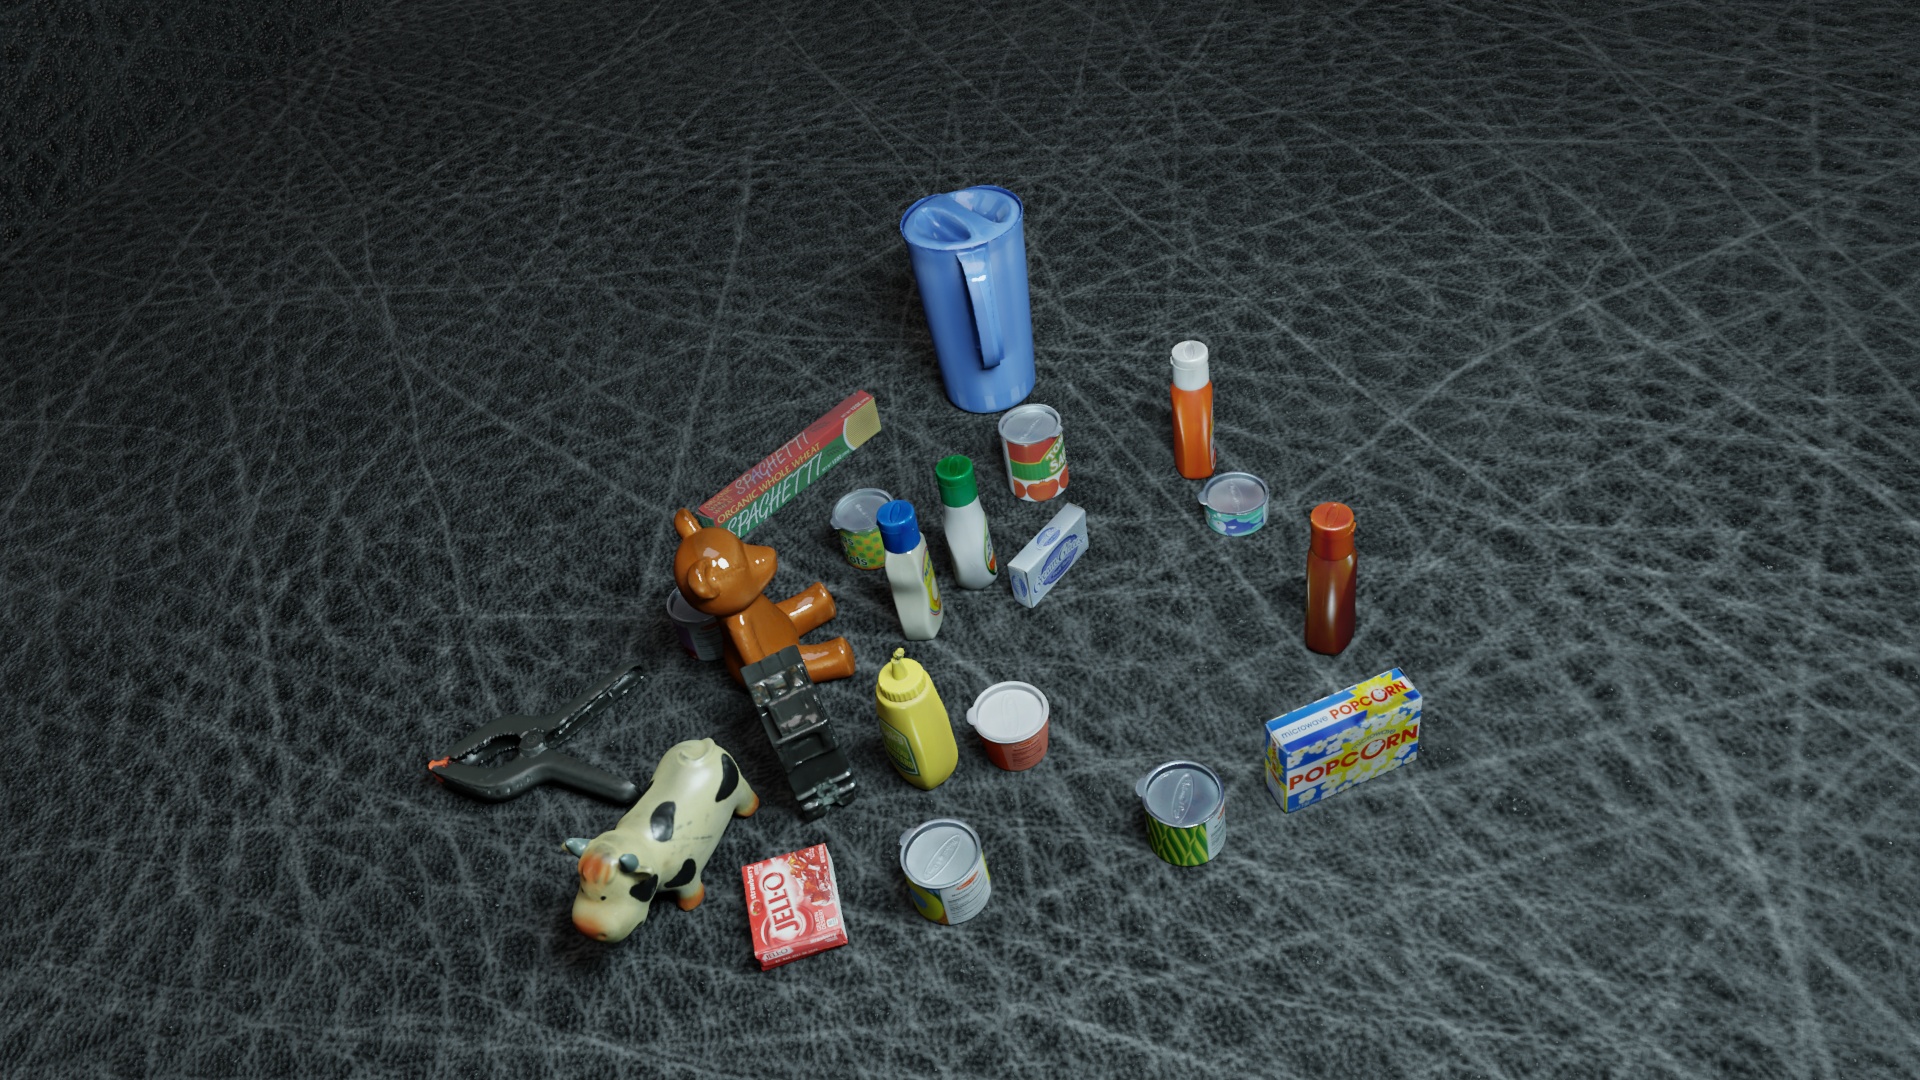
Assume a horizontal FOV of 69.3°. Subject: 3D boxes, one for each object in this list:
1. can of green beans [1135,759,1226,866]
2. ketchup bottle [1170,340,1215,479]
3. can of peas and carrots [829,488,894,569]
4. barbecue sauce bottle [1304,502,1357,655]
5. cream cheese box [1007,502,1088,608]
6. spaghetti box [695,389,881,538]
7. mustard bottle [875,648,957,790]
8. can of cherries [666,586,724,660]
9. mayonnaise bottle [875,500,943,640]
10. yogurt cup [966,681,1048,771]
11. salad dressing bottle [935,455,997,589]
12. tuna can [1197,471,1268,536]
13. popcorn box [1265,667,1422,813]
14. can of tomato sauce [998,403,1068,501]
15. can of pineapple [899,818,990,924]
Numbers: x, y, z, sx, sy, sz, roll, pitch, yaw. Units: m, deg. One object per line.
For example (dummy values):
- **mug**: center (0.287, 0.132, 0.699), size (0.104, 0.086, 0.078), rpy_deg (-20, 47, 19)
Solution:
- **can of green beans**: center (0.183, 0.223, 1.135), size (0.071, 0.057, 0.071), rpy_deg (-7, 42, 6)
- **ketchup bottle**: center (0.241, -0.137, 1.443), size (0.043, 0.148, 0.065), rpy_deg (-5, 43, 8)
- **can of peas and carrots**: center (-0.098, -0.011, 1.452), size (0.071, 0.058, 0.071), rpy_deg (-7, 42, 6)
- **barbecue sauce bottle**: center (0.331, 0.032, 1.239), size (0.044, 0.147, 0.065), rpy_deg (11, 47, 24)
- **cream cheese box**: center (0.089, 0.015, 1.384), size (0.024, 0.053, 0.104), rpy_deg (23, 53, 33)
- **spaghetti box**: center (-0.188, -0.081, 1.555), size (0.029, 0.050, 0.251), rpy_deg (27, 55, 35)
- **mustard bottle**: center (-0.044, 0.147, 1.193), size (0.049, 0.159, 0.065), rpy_deg (-39, 48, -26)
- **can of cherries**: center (-0.255, 0.076, 1.395), size (0.071, 0.058, 0.072), rpy_deg (-7, 42, 6)
- **mayonnaise bottle**: center (-0.049, 0.027, 1.333), size (0.041, 0.147, 0.065), rpy_deg (-2, 43, 11)
- **yogurt cup**: center (0.047, 0.167, 1.230), size (0.072, 0.053, 0.073), rpy_deg (-7, 42, 6)
- **salad dressing bottle**: center (0.005, -0.017, 1.369), size (0.044, 0.147, 0.064), rpy_deg (-7, 42, 6)
- **tuna can**: center (0.277, -0.037, 1.412), size (0.071, 0.032, 0.071), rpy_deg (-7, 42, 6)
- **popcorn box**: center (0.314, 0.166, 1.146), size (0.127, 0.084, 0.038), rpy_deg (-21, 43, -9)
- **can of tomato sauce**: center (0.081, -0.093, 1.481), size (0.071, 0.082, 0.071), rpy_deg (-7, 42, 6)
- **can of pineapple**: center (-0.012, 0.268, 1.131), size (0.071, 0.057, 0.071), rpy_deg (-7, 42, 6)
